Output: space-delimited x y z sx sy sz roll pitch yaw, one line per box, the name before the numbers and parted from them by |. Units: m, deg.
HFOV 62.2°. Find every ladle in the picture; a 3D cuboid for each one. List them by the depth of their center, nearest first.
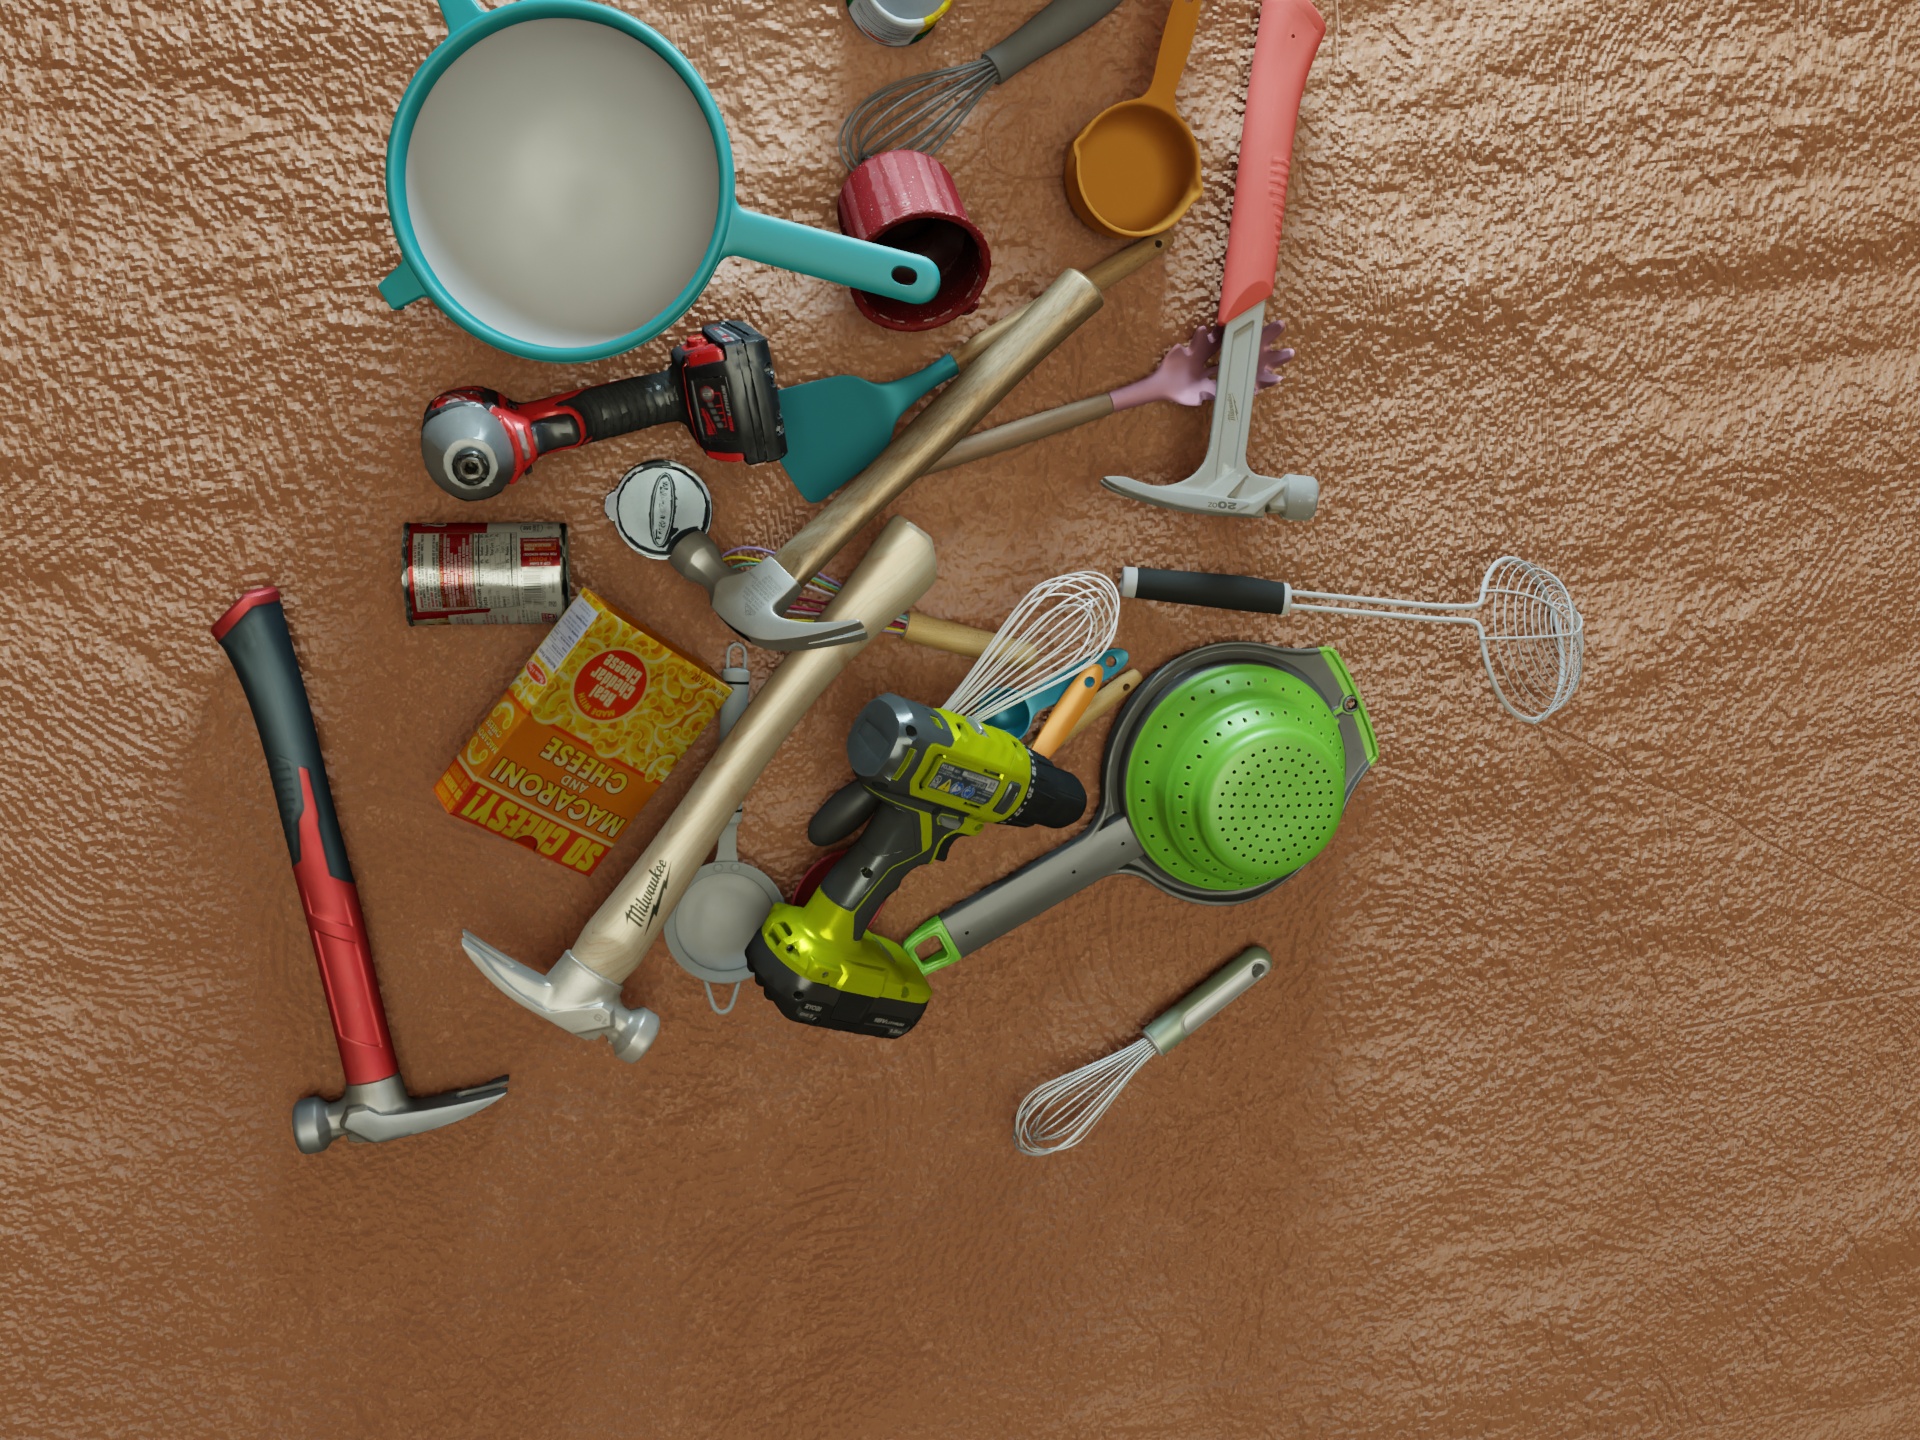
ladle | 0.006 0.058 1.161 0.315 0.031 0.069 -36 117 -5

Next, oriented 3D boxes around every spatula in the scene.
spatula | 0.013 -0.261 1.103 0.317 0.044 0.082 -32 106 -10

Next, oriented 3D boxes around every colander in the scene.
colander | 0.142 0.089 1.158 0.397 0.094 0.204 -29 108 -5

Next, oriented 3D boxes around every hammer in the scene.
hammer | -0.031 -0.174 1.047 0.331 0.031 0.130 -44 74 -5
hammer | -0.160 0.029 1.065 0.146 0.038 0.410 36 90 -21
hammer | -0.413 0.099 1.071 0.143 0.038 0.386 -11 103 -11
hammer | 0.191 -0.321 1.095 0.149 0.037 0.359 7 90 -3

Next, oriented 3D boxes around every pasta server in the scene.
pasta server | 0.081 -0.217 1.118 0.316 0.040 0.060 -19 91 -7

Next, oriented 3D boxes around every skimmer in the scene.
skimmer | 0.296 -0.075 1.192 0.363 0.090 0.127 6 75 -2

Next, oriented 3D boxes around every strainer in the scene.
strainer | -0.177 -0.311 0.993 0.340 0.095 0.211 15 98 -1
strainer | -0.163 0.074 1.121 0.087 0.050 0.258 3 94 -13

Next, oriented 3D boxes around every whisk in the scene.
whisk | 0.020 -0.437 1.061 0.239 0.055 0.055 -37 106 -8
whisk | -0.060 -0.068 1.114 0.245 0.047 0.051 14 111 -18
whisk | -0.002 -0.004 1.117 0.284 0.070 0.070 -40 107 12
whisk | 0.141 0.252 1.218 0.246 0.059 0.057 -36 118 -8

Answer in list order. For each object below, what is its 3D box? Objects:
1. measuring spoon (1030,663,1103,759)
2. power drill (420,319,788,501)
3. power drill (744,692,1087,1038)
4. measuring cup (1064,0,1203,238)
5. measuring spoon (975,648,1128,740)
measuring spoon | 0.070 0.008 1.151 0.021 0.011 0.117 35 88 -16
power drill | -0.228 -0.189 1.002 0.219 0.143 0.078 -14 113 -11
power drill | -0.028 0.102 1.091 0.190 0.080 0.228 20 107 -40
measuring cup | 0.126 -0.414 1.083 0.095 0.052 0.173 15 95 -15
measuring spoon | 0.066 -0.022 1.167 0.128 0.021 0.042 -26 100 -16
